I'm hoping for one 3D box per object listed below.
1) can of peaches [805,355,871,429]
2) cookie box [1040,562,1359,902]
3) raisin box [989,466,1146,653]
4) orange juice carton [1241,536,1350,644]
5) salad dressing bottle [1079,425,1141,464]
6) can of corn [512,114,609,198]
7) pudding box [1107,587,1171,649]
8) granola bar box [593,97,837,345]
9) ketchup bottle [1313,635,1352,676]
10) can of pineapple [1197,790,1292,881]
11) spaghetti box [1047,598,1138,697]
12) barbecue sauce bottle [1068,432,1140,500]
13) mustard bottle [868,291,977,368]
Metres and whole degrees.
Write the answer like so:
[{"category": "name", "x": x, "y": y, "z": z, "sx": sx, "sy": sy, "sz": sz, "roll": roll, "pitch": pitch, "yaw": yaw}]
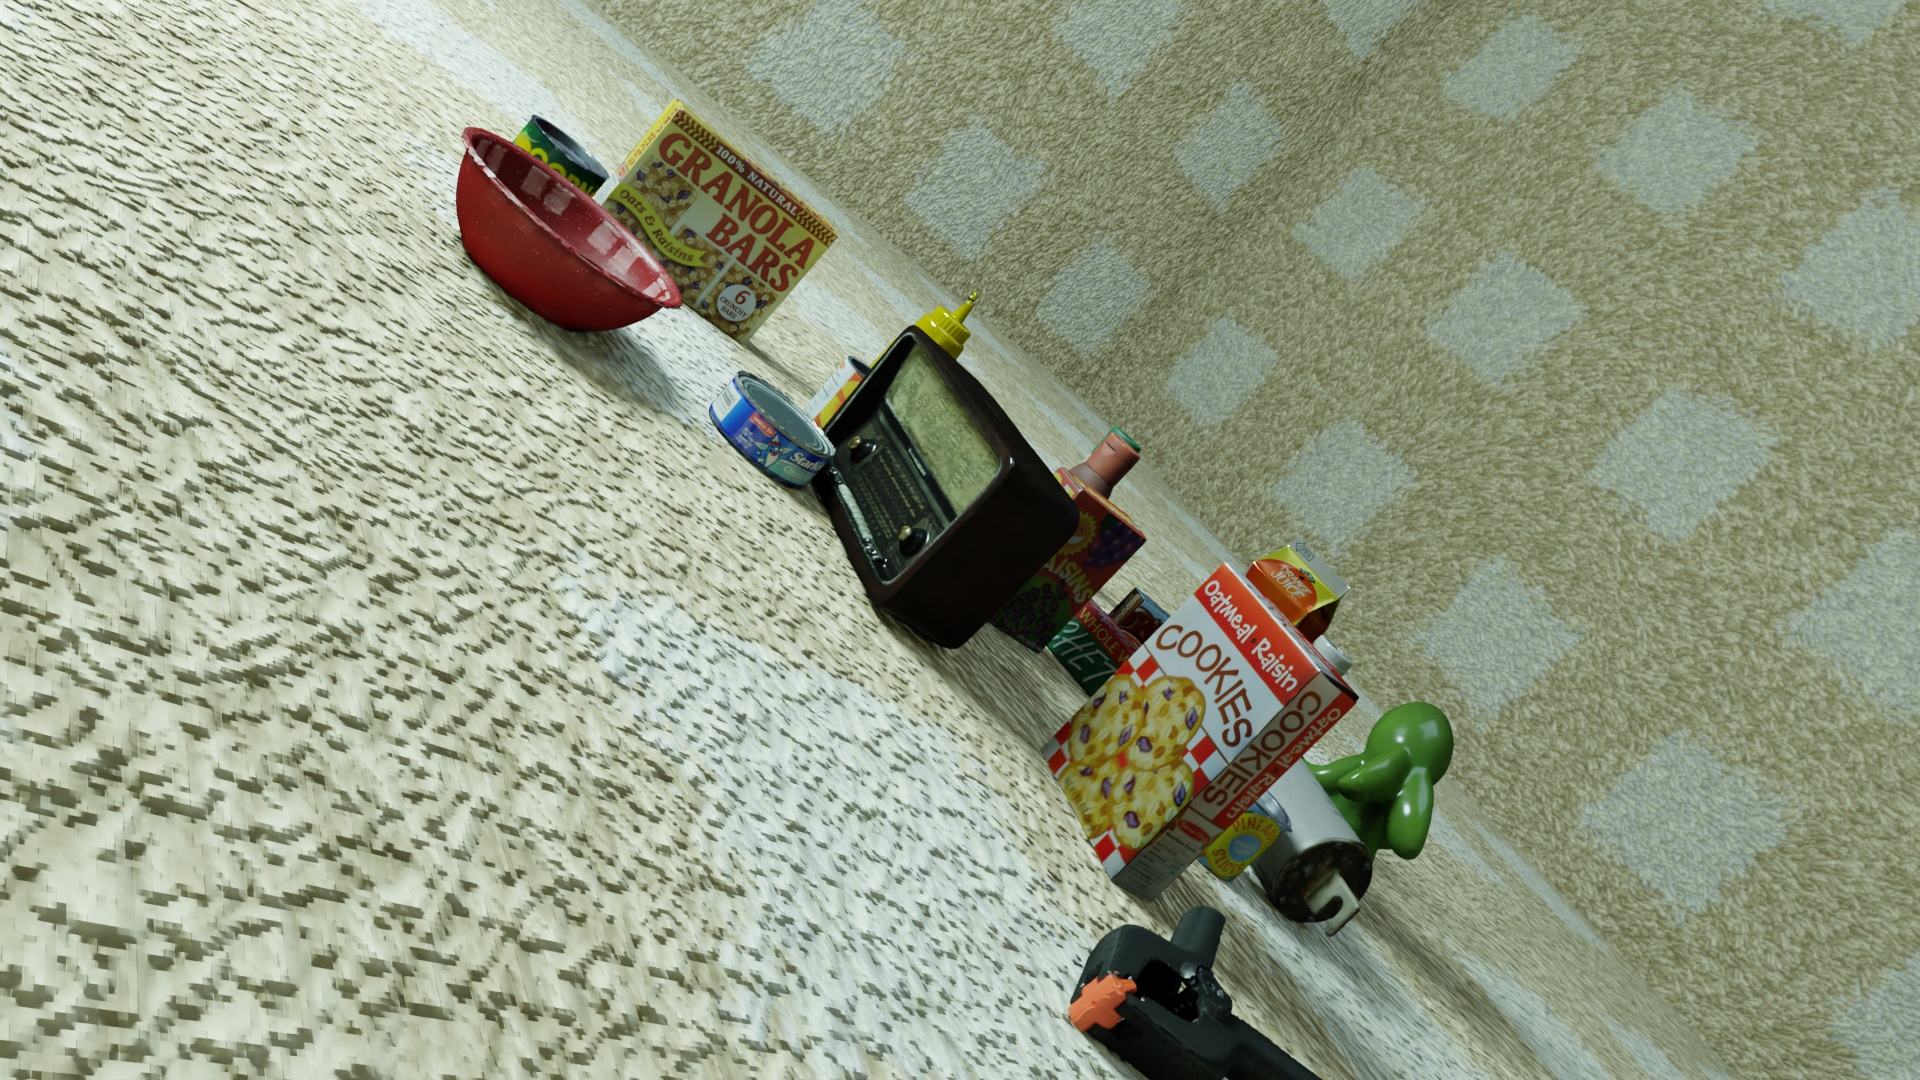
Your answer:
[{"category": "can of peaches", "x": -0.085, "y": -0.109, "z": 1.156, "sx": 0.071, "sy": 0.058, "sz": 0.071, "roll": 41, "pitch": 11, "yaw": -10}, {"category": "cookie box", "x": 0.135, "y": 0.109, "z": 0.815, "sx": 0.040, "sy": 0.167, "sz": 0.123, "roll": 36, "pitch": 13, "yaw": -31}, {"category": "raisin box", "x": 0.068, "y": 0.016, "z": 1.046, "sx": 0.086, "sy": 0.123, "sz": 0.040, "roll": 35, "pitch": 13, "yaw": -37}, {"category": "orange juice carton", "x": 0.266, "y": 0.088, "z": 1.274, "sx": 0.072, "sy": 0.192, "sz": 0.073, "roll": 49, "pitch": 12, "yaw": 31}, {"category": "salad dressing bottle", "x": 0.121, "y": -0.051, "z": 1.411, "sx": 0.064, "sy": 0.147, "sz": 0.044, "roll": 31, "pitch": 16, "yaw": -48}, {"category": "can of corn", "x": -0.295, "y": -0.258, "z": 0.991, "sx": 0.071, "sy": 0.058, "sz": 0.071, "roll": 41, "pitch": 11, "yaw": -10}, {"category": "pudding box", "x": 0.187, "y": 0.090, "z": 1.366, "sx": 0.083, "sy": 0.049, "sz": 0.030, "roll": 37, "pitch": 12, "yaw": -25}, {"category": "granola bar box", "x": -0.203, "y": -0.256, "z": 1.127, "sx": 0.165, "sy": 0.124, "sz": 0.039, "roll": 35, "pitch": 13, "yaw": -34}, {"category": "ketchup bottle", "x": 0.271, "y": 0.146, "z": 1.190, "sx": 0.043, "sy": 0.148, "sz": 0.065, "roll": 45, "pitch": 11, "yaw": 14}, {"category": "can of pineapple", "x": 0.185, "y": 0.192, "z": 0.957, "sx": 0.071, "sy": 0.057, "sz": 0.071, "roll": 41, "pitch": 11, "yaw": -10}, {"category": "spaghetti box", "x": 0.124, "y": 0.107, "z": 1.085, "sx": 0.251, "sy": 0.050, "sz": 0.028, "roll": 49, "pitch": 12, "yaw": 29}, {"category": "barbecue sauce bottle", "x": 0.104, "y": -0.035, "z": 1.293, "sx": 0.043, "sy": 0.148, "sz": 0.065, "roll": 30, "pitch": 17, "yaw": -49}, {"category": "mustard bottle", "x": -0.038, "y": -0.162, "z": 1.252, "sx": 0.049, "sy": 0.160, "sz": 0.065, "roll": 47, "pitch": 11, "yaw": 20}]
